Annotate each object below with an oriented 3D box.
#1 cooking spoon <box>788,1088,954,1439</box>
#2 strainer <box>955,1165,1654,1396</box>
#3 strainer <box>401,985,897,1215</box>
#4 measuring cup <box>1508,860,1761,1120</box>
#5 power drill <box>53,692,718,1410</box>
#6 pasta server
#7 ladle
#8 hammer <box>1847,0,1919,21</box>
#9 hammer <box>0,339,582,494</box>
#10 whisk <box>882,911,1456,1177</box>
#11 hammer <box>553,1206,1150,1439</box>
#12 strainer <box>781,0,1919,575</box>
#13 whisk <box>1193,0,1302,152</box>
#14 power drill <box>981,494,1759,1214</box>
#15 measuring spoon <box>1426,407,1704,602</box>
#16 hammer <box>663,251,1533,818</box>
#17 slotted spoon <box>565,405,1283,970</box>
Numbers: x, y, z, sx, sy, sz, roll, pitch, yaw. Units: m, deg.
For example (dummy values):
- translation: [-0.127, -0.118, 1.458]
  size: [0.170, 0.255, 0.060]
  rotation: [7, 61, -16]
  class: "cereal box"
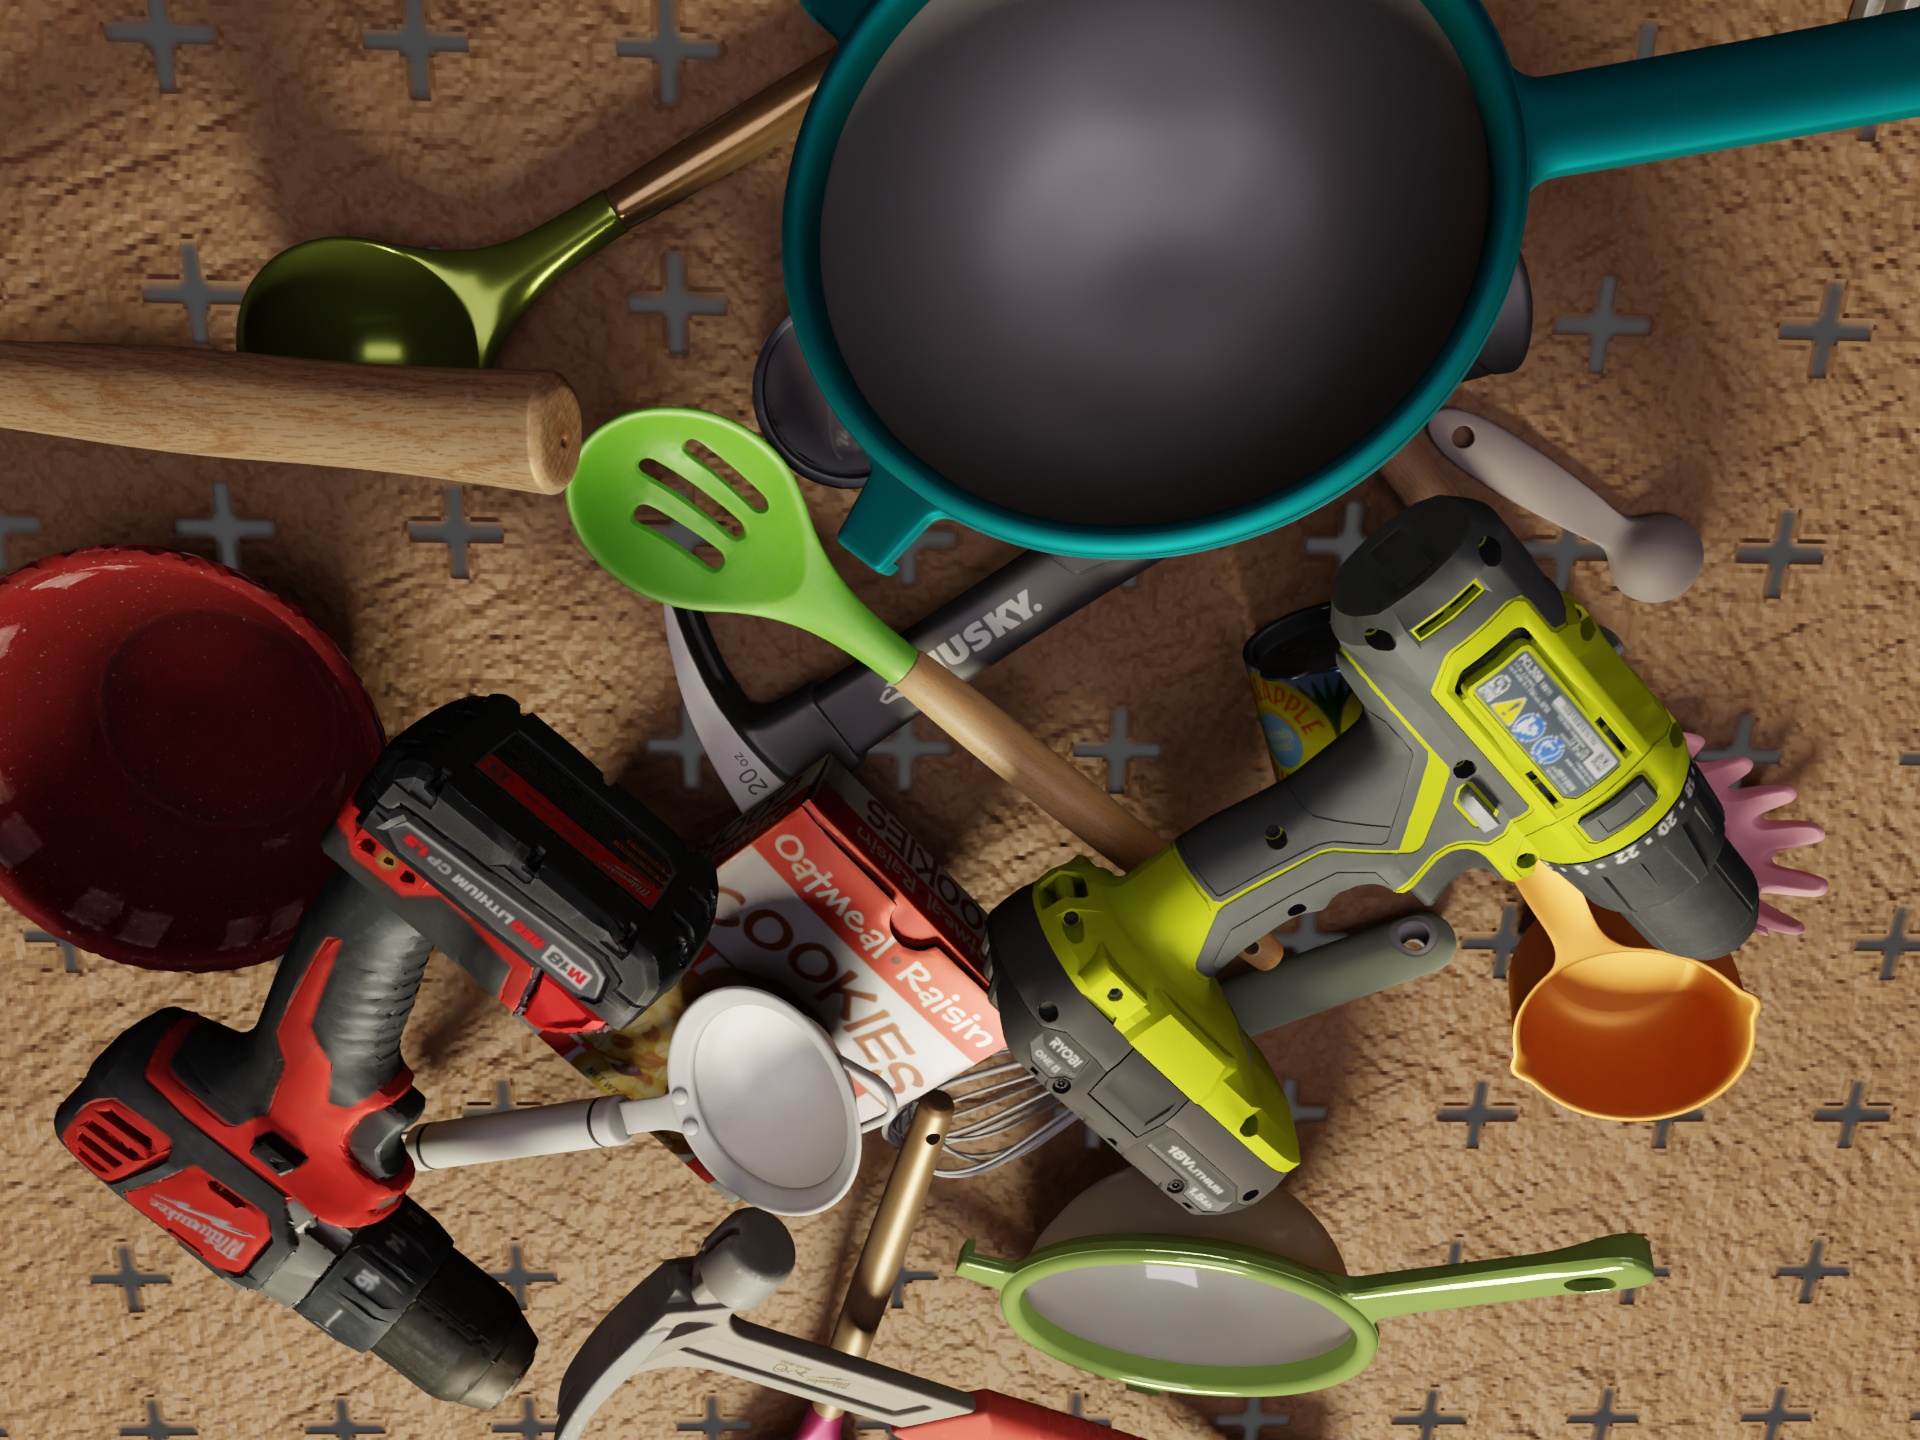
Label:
- translation: [-0.050, 0.276, 0.681]
  size: [0.068, 0.017, 0.318]
  rotation: [10, 120, -14]
  class: "cooking spoon"
- translation: [0.136, 0.204, 0.626]
  size: [0.256, 0.069, 0.151]
  rotation: [-20, 132, 31]
  class: "strainer"
- translation: [-0.124, 0.148, 0.599]
  size: [0.258, 0.050, 0.087]
  rotation: [-14, 95, 27]
  class: "strainer"
- translation: [0.241, 0.076, 0.619]
  size: [0.095, 0.052, 0.173]
  rotation: [-25, 110, 26]
  class: "measuring cup"
- translation: [-0.180, 0.125, 0.548]
  size: [0.188, 0.080, 0.226]
  rotation: [41, 107, -7]
  class: "power drill"
- translation: [0.219, -0.037, 0.594]
  size: [0.316, 0.040, 0.060]
  rotation: [47, 68, -14]
  class: "pasta server"
- translation: [-0.092, -0.181, 0.521]
  size: [0.320, 0.062, 0.078]
  rotation: [-29, 104, 5]
  class: "ladle"
- translation: [0.122, -0.308, 0.494]
  size: [0.410, 0.038, 0.146]
  rotation: [3, 111, -3]
  class: "hammer"
- translation: [-0.272, -0.101, 0.503]
  size: [0.331, 0.031, 0.130]
  rotation: [8, 114, 15]
  class: "hammer"
- translation: [0.084, 0.128, 0.648]
  size: [0.246, 0.058, 0.059]
  rotation: [-20, 144, 2]
  class: "whisk"
- translation: [0.016, 0.307, 0.674]
  size: [0.358, 0.037, 0.149]
  rotation: [28, 120, -24]
  class: "hammer"
- translation: [0.121, -0.150, 0.477]
  size: [0.340, 0.095, 0.211]
  rotation: [-7, 80, 11]
  class: "strainer"
- translation: [0.129, -0.276, 0.458]
  size: [0.047, 0.051, 0.244]
  rotation: [13, 134, -14]
  class: "whisk"
- translation: [0.140, 0.062, 0.539]
  size: [0.228, 0.080, 0.190]
  rotation: [-41, 110, 14]
  class: "power drill"
- translation: [0.225, -0.080, 0.588]
  size: [0.124, 0.018, 0.034]
  rotation: [28, 106, -11]
  class: "measuring spoon"
- translation: [0.048, -0.066, 0.565]
  size: [0.335, 0.035, 0.146]
  rotation: [-33, 108, 14]
  class: "hammer"
- translation: [-0.001, -0.002, 0.561]
  size: [0.313, 0.031, 0.070]
  rotation: [38, 109, -16]
  class: "slotted spoon"
